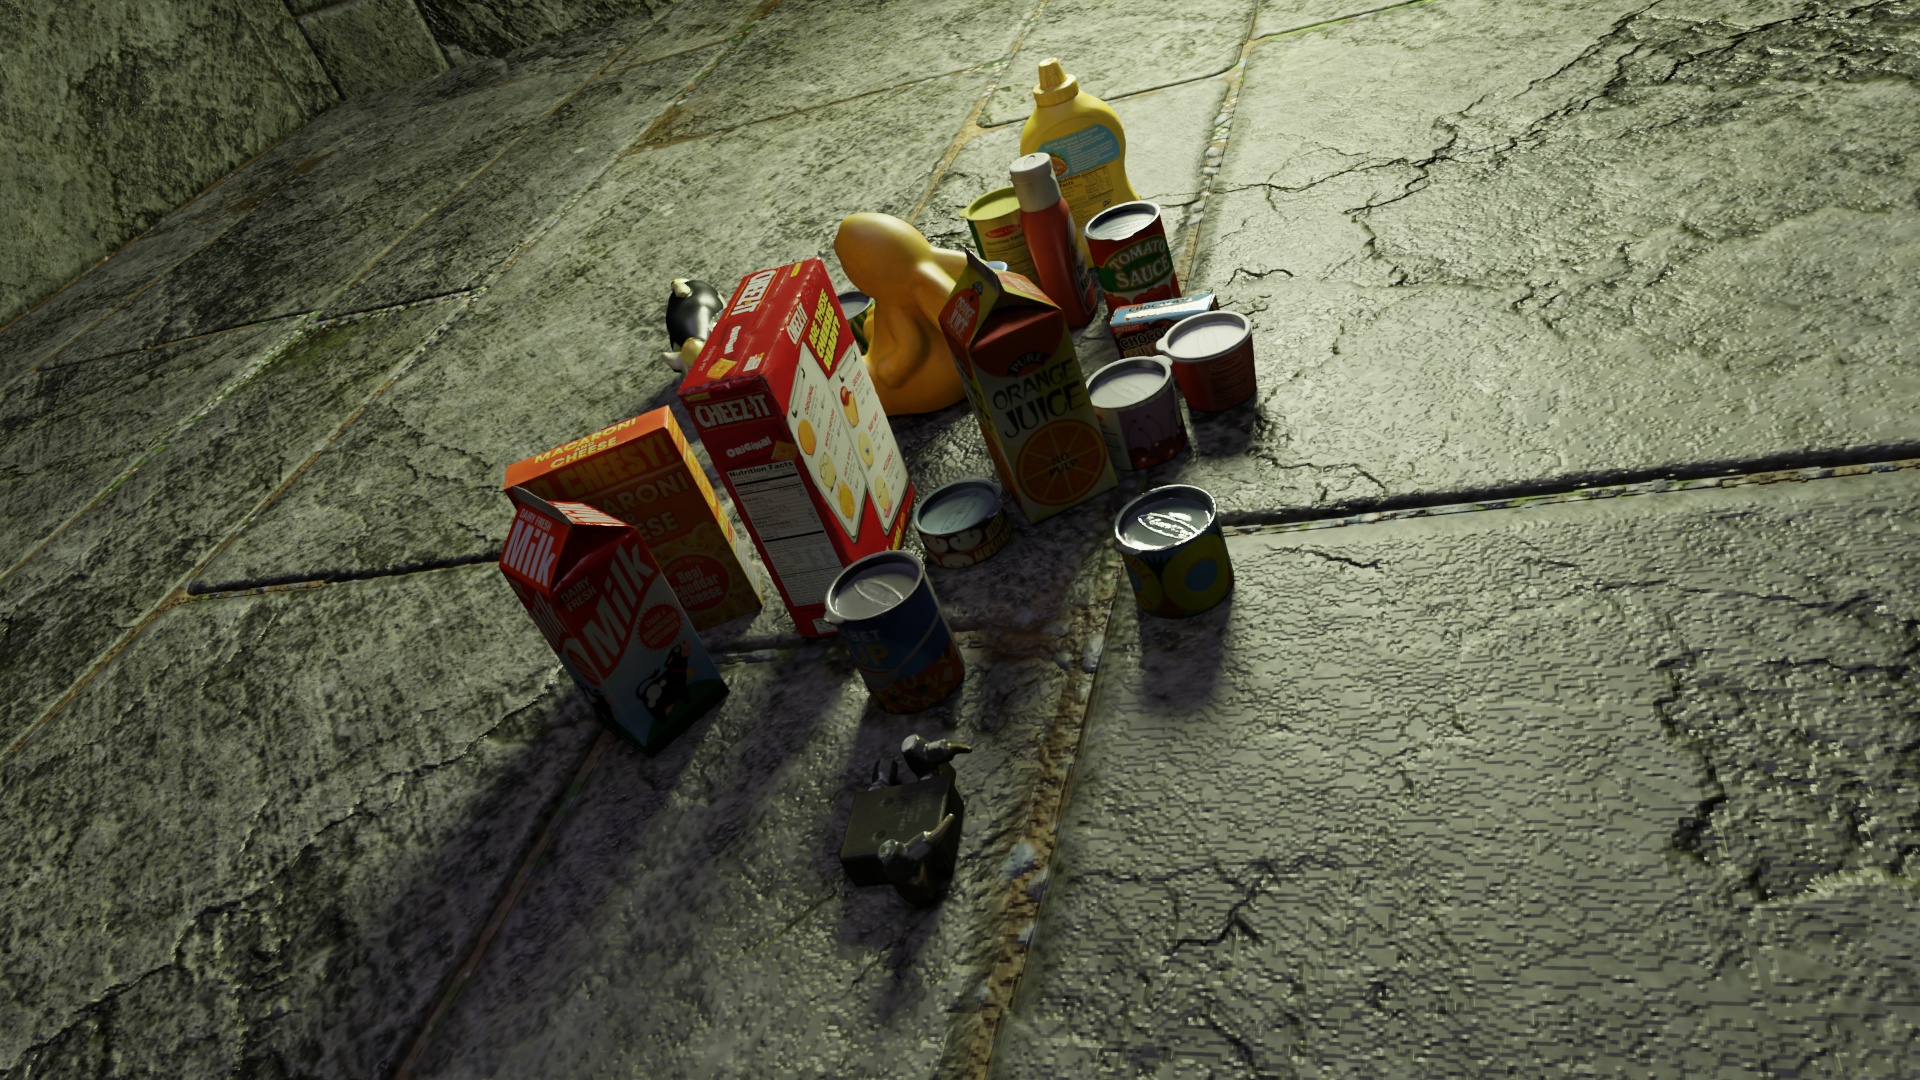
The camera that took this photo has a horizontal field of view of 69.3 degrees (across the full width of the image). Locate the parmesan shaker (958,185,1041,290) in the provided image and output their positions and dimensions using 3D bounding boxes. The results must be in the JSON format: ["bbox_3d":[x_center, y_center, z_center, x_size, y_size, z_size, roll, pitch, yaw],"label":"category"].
[{"bbox_3d":[0.048,-0.262,1.268,0.071,0.102,0.072,-15,34,11],"label":"parmesan shaker"}]

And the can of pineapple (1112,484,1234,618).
[{"bbox_3d":[0.134,0.008,0.878,0.071,0.057,0.071,-15,34,11],"label":"can of pineapple"}]

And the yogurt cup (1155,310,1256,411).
[{"bbox_3d":[0.191,-0.134,1.049,0.072,0.053,0.073,-15,34,11],"label":"yogurt cup"}]

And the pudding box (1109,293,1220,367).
[{"bbox_3d":[0.167,-0.166,1.112,0.083,0.049,0.030,-4,37,26],"label":"pudding box"}]

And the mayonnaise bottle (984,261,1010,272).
[{"bbox_3d":[0.040,-0.139,1.058,0.065,0.147,0.041,7,43,37],"label":"mayonnaise bottle"}]

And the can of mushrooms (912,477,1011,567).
[{"bbox_3d":[0.004,-0.013,1.004,0.071,0.033,0.071,-15,34,11],"label":"can of mushrooms"}]

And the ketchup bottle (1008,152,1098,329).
[{"bbox_3d":[0.080,-0.260,1.206,0.043,0.148,0.065,-9,35,20],"label":"ketchup bottle"}]

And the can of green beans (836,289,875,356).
[{"bbox_3d":[-0.103,-0.193,1.298,0.071,0.057,0.071,-15,34,11],"label":"can of green beans"}]

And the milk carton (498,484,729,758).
[{"bbox_3d":[-0.235,0.045,0.916,0.074,0.189,0.072,-41,38,-26],"label":"milk carton"}]

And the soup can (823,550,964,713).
[{"bbox_3d":[-0.043,0.060,0.882,0.071,0.083,0.072,-15,34,11],"label":"soup can"}]

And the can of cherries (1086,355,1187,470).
[{"bbox_3d":[0.132,-0.095,1.024,0.071,0.058,0.072,-15,34,11],"label":"can of cherries"}]

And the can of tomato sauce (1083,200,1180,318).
[{"bbox_3d":[0.149,-0.239,1.195,0.071,0.082,0.071,-15,34,11],"label":"can of tomato sauce"}]

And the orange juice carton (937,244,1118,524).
[{"bbox_3d":[0.043,-0.115,0.981,0.073,0.191,0.072,-25,33,-4],"label":"orange juice carton"}]

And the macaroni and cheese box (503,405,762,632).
[{"bbox_3d":[-0.233,-0.002,1.004,0.124,0.165,0.040,-21,33,2],"label":"macaroni and cheese box"}]
